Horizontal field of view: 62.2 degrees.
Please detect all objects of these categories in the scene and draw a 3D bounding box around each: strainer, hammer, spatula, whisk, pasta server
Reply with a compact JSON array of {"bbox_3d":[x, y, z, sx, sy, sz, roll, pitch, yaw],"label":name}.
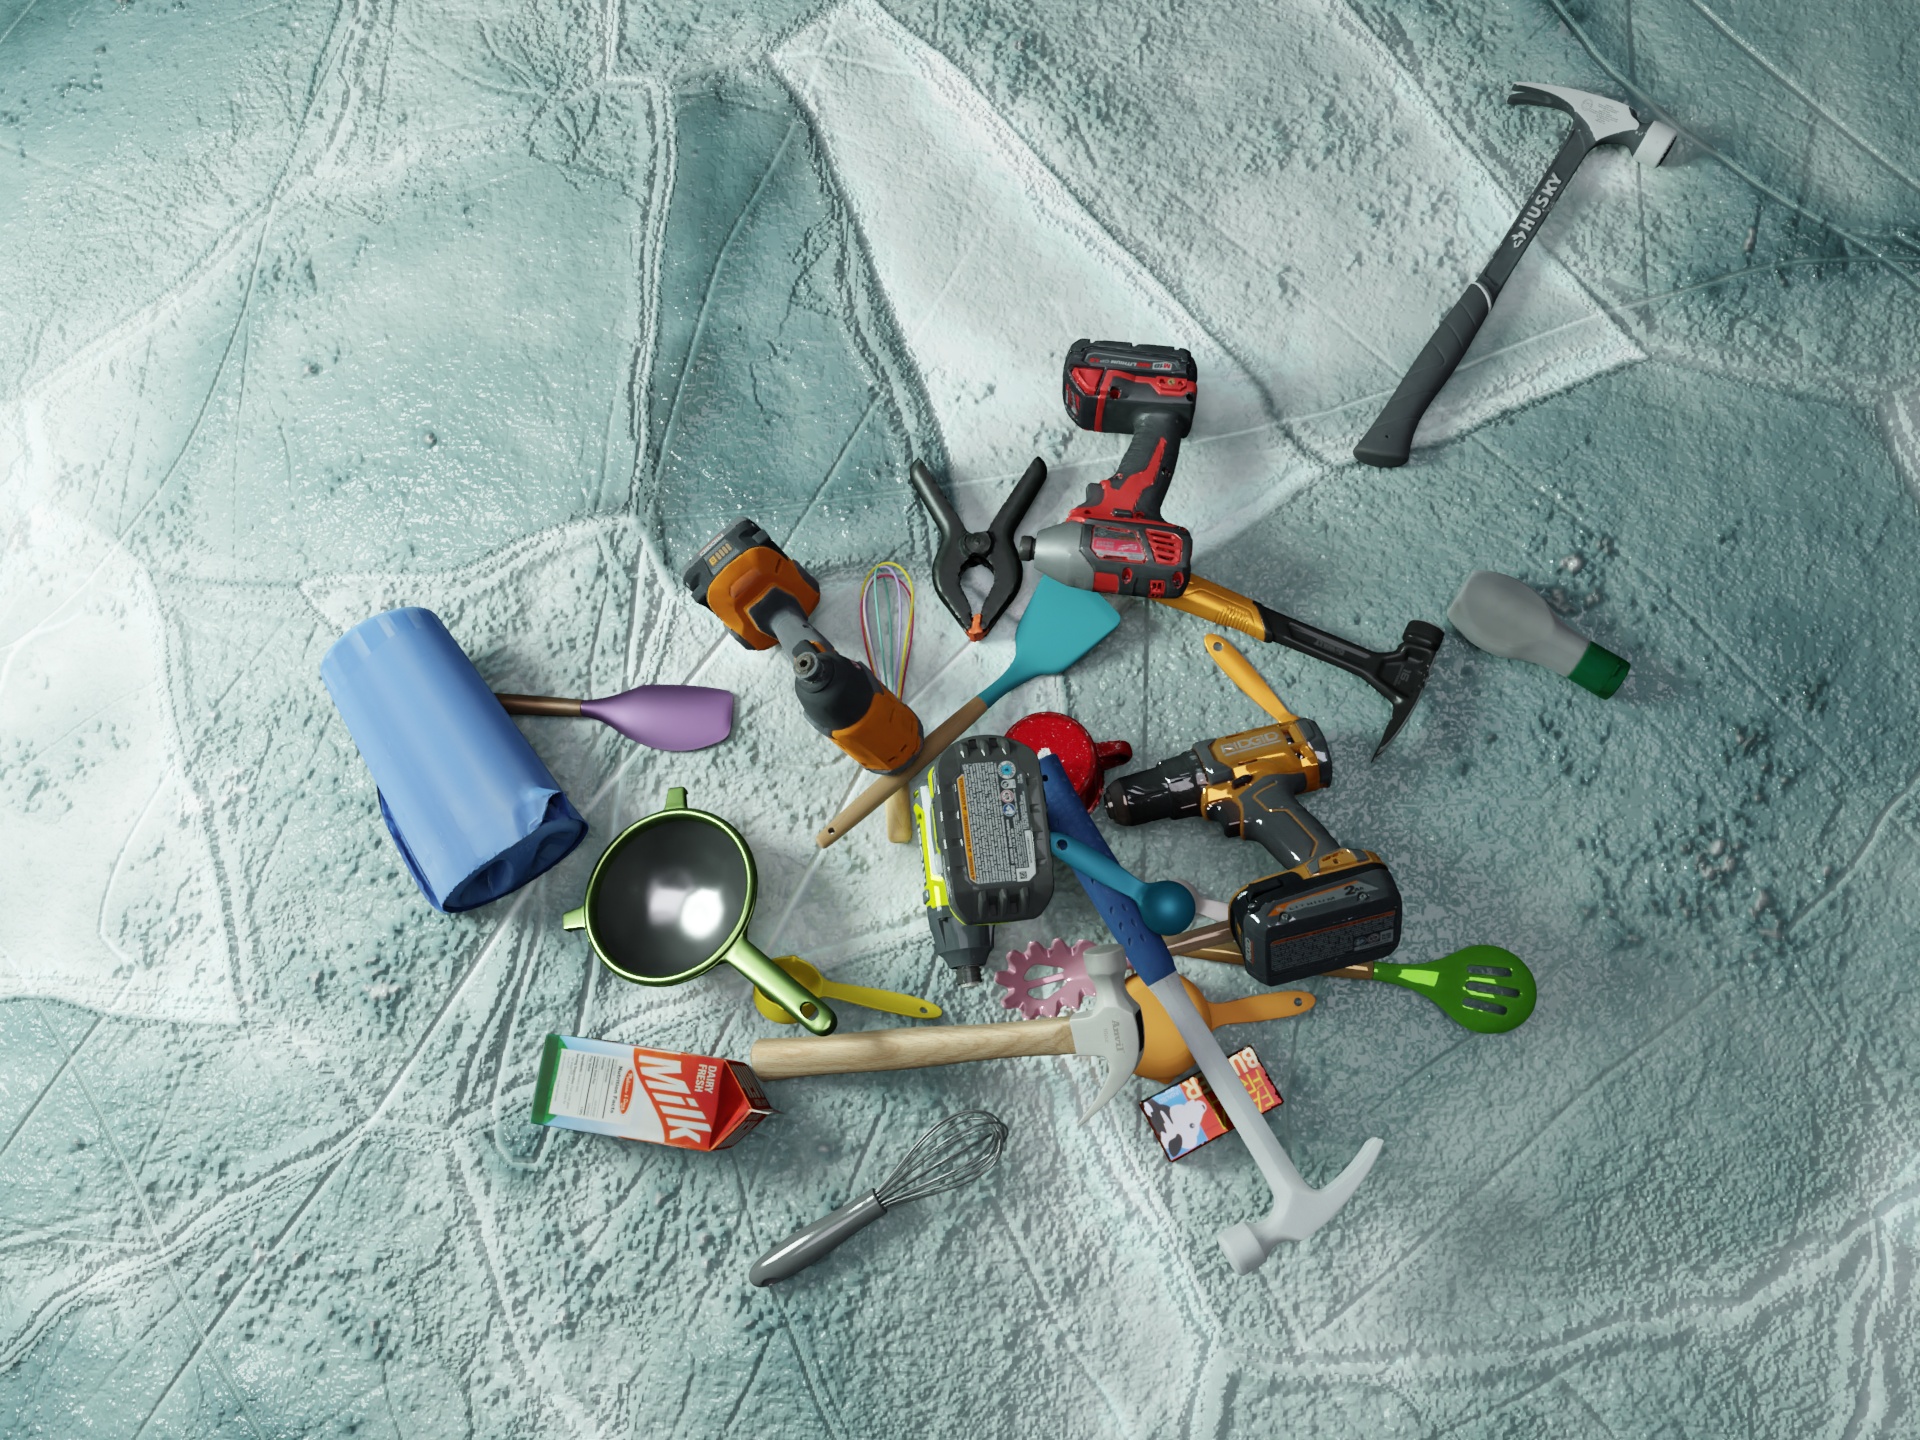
[{"bbox_3d":[-0.189,0.179,1.291,0.256,0.069,0.151,34,79,24],"label":"strainer"},{"bbox_3d":[-0.016,0.255,1.236,0.331,0.031,0.130,-10,94,24],"label":"hammer"},{"bbox_3d":[-0.355,-0.010,1.392,0.316,0.018,0.060,4,78,5],"label":"spatula"},{"bbox_3d":[0.465,-0.392,1.404,0.149,0.036,0.409,32,82,13],"label":"hammer"},{"bbox_3d":[-0.066,0.381,1.260,0.239,0.055,0.055,-33,76,1],"label":"whisk"},{"bbox_3d":[0.182,0.173,1.249,0.316,0.040,0.060,-15,78,0],"label":"pasta server"},{"bbox_3d":[-0.002,-0.004,1.332,0.317,0.044,0.082,-42,72,-16],"label":"spatula"},{"bbox_3d":[0.229,-0.086,1.347,0.337,0.034,0.127,24,71,11],"label":"hammer"},{"bbox_3d":[0.165,0.203,1.213,0.144,0.035,0.406,-30,80,-6],"label":"hammer"},{"bbox_3d":[-0.057,-0.018,1.357,0.047,0.051,0.245,-4,79,-2],"label":"whisk"}]

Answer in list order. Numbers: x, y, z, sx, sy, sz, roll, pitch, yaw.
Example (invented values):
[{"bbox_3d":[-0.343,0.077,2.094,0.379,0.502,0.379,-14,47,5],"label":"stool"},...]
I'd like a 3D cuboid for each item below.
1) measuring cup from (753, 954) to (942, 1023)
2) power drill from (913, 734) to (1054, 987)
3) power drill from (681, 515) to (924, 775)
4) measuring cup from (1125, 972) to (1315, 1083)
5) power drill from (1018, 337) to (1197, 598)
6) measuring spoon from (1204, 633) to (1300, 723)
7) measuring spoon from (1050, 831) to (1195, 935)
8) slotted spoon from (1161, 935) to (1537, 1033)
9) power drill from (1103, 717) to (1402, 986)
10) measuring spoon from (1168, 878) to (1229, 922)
[{"bbox_3d":[-0.094,0.233,1.306,0.156,0.029,0.062,12,35,-5],"label":"measuring cup"},{"bbox_3d":[0.010,0.110,1.226,0.080,0.223,0.171,-4,75,-10],"label":"power drill"},{"bbox_3d":[-0.132,-0.064,1.288,0.084,0.164,0.227,-42,59,1],"label":"power drill"},{"bbox_3d":[0.198,0.235,1.267,0.173,0.052,0.095,-10,76,5],"label":"measuring cup"},{"bbox_3d":[0.129,-0.209,1.347,0.143,0.078,0.220,6,67,4],"label":"power drill"},{"bbox_3d":[0.248,-0.031,1.348,0.021,0.011,0.117,-40,76,-5],"label":"measuring spoon"},{"bbox_3d":[0.120,0.119,1.200,0.128,0.021,0.042,30,80,6],"label":"measuring spoon"},{"bbox_3d":[0.305,0.200,1.281,0.314,0.031,0.070,7,82,8],"label":"slotted spoon"},{"bbox_3d":[0.224,0.097,1.241,0.185,0.084,0.226,-14,41,-3],"label":"power drill"},{"bbox_3d":[0.222,0.158,1.301,0.124,0.018,0.034,16,78,8],"label":"measuring spoon"}]
